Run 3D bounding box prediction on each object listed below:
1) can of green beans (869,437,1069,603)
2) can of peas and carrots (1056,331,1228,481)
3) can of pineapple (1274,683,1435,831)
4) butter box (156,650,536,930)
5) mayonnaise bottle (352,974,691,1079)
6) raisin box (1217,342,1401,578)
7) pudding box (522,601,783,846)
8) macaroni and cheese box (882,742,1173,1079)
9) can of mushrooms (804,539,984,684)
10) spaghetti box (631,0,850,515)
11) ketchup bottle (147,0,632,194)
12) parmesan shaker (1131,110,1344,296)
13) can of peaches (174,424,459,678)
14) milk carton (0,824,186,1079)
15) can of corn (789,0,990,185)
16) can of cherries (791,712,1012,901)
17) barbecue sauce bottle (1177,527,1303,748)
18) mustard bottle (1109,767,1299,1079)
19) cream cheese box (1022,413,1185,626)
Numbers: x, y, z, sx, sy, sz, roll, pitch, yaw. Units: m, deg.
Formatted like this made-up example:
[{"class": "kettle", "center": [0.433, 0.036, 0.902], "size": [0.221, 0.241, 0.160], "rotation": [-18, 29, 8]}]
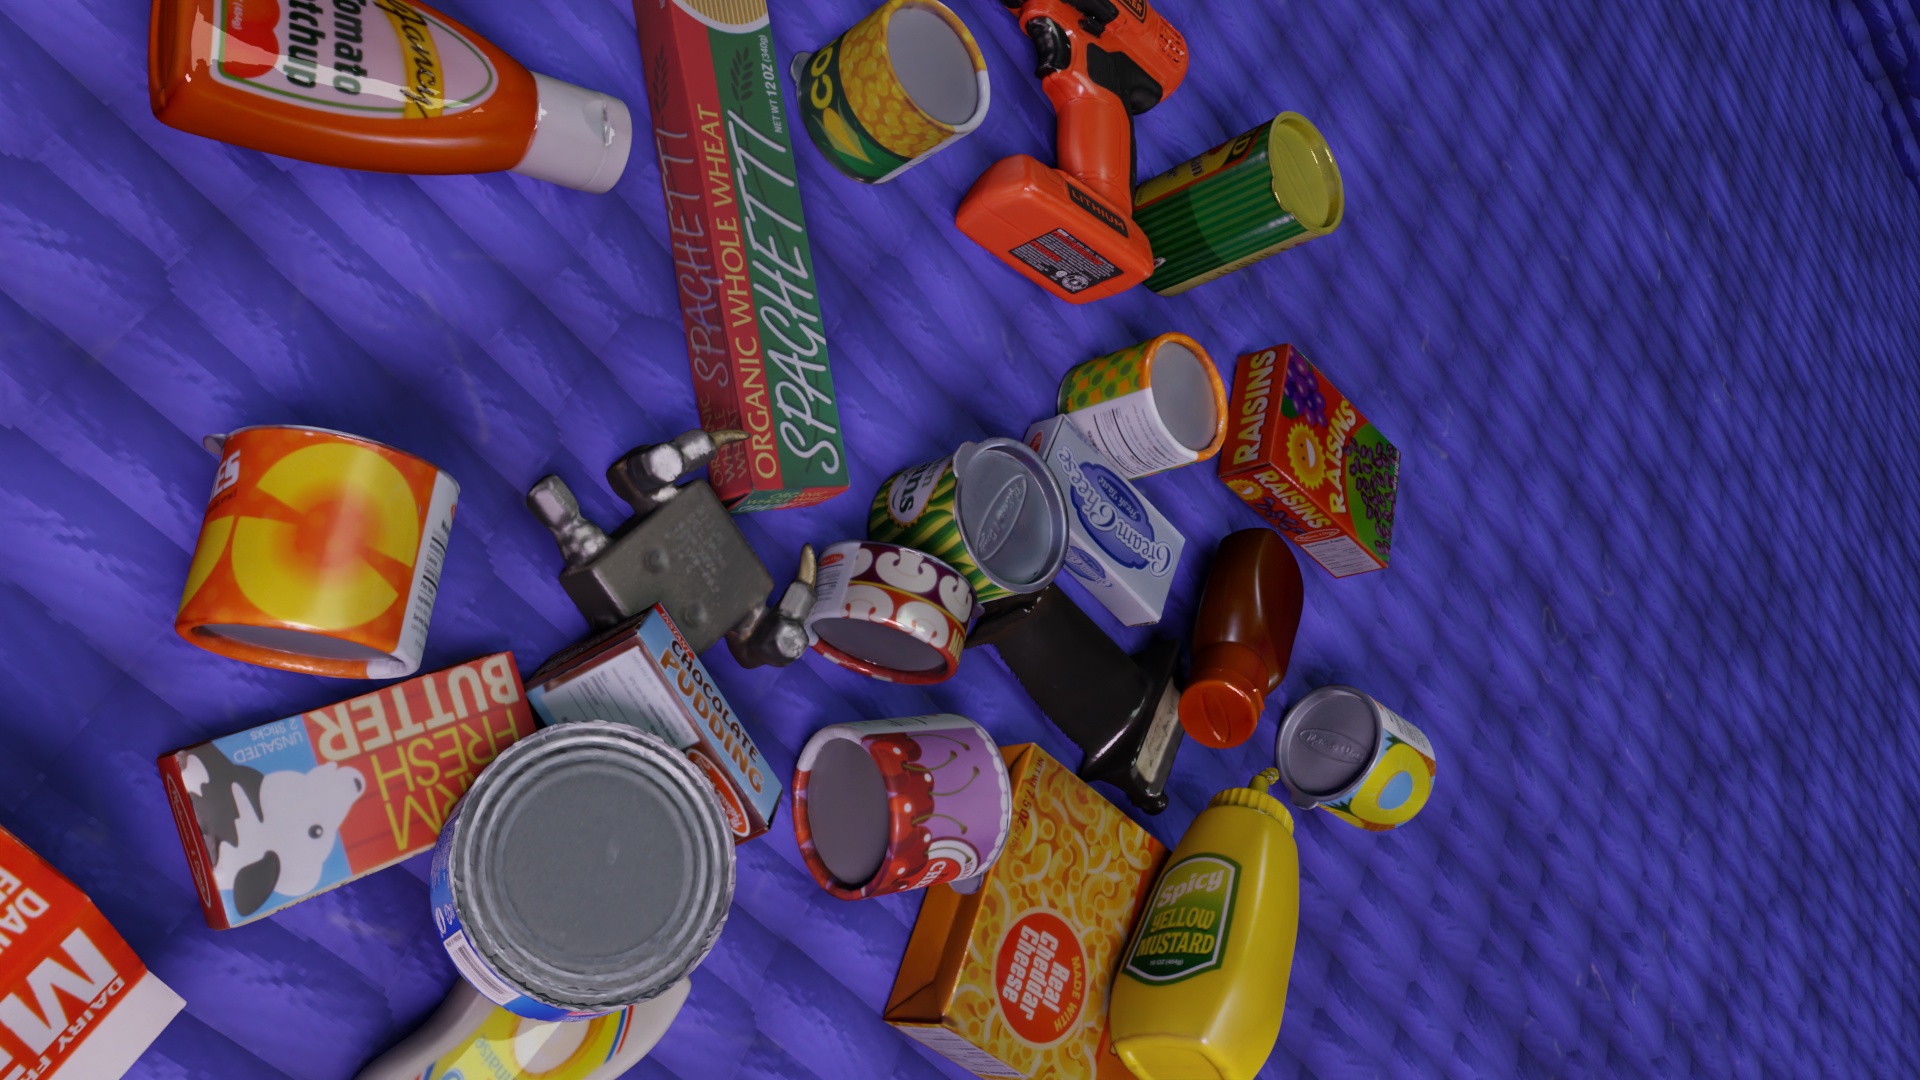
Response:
[{"class": "can of green beans", "center": [0.003, -0.006, 0.594], "size": [0.071, 0.057, 0.071], "rotation": [13, 70, -41]}, {"class": "can of peas and carrots", "center": [0.093, -0.067, 0.696], "size": [0.071, 0.058, 0.071], "rotation": [14, 70, -41]}, {"class": "can of pineapple", "center": [0.214, 0.120, 0.755], "size": [0.058, 0.071, 0.071], "rotation": [31, 59, -34]}, {"class": "butter box", "center": [-0.180, 0.072, 0.422], "size": [0.104, 0.024, 0.053], "rotation": [-19, 93, -44]}, {"class": "mayonnaise bottle", "center": [-0.149, 0.169, 0.412], "size": [0.064, 0.041, 0.149], "rotation": [53, 48, -12]}, {"class": "raisin box", "center": [0.205, -0.045, 0.812], "size": [0.123, 0.040, 0.086], "rotation": [35, 57, -33]}, {"class": "pudding box", "center": [-0.104, 0.069, 0.474], "size": [0.083, 0.049, 0.030], "rotation": [59, 14, -13]}, {"class": "macaroni and cheese box", "center": [0.055, 0.183, 0.603], "size": [0.166, 0.040, 0.124], "rotation": [41, 53, -28]}, {"class": "can of mushrooms", "center": [-0.027, 0.030, 0.549], "size": [0.071, 0.071, 0.033], "rotation": [34, 58, -33]}, {"class": "spaghetti box", "center": [-0.091, -0.135, 0.561], "size": [0.050, 0.028, 0.250], "rotation": [-5, 81, -43]}, {"class": "ketchup bottle", "center": [-0.185, -0.151, 0.467], "size": [0.149, 0.043, 0.065], "rotation": [6, 75, -43]}, {"class": "parmesan shaker", "center": [0.141, -0.176, 0.741], "size": [0.071, 0.103, 0.071], "rotation": [14, 69, -41]}, {"class": "can of peaches", "center": [-0.188, 0.005, 0.405], "size": [0.071, 0.071, 0.058], "rotation": [20, 66, -39]}, {"class": "milk carton", "center": [-0.269, 0.073, 0.302], "size": [0.190, 0.073, 0.073], "rotation": [51, 49, -22]}, {"class": "can of corn", "center": [-0.031, -0.201, 0.616], "size": [0.071, 0.058, 0.071], "rotation": [14, 69, -41]}, {"class": "can of cherries", "center": [-0.023, 0.103, 0.532], "size": [0.058, 0.071, 0.071], "rotation": [2, 77, -43]}, {"class": "barbecue sauce bottle", "center": [0.139, 0.049, 0.688], "size": [0.064, 0.043, 0.149], "rotation": [69, 26, -17]}, {"class": "mustard bottle", "center": [0.113, 0.156, 0.596], "size": [0.048, 0.065, 0.161], "rotation": [53, 41, -23]}, {"class": "cream cheese box", "center": [0.066, -0.009, 0.679], "size": [0.103, 0.024, 0.053], "rotation": [42, 53, -27]}]
